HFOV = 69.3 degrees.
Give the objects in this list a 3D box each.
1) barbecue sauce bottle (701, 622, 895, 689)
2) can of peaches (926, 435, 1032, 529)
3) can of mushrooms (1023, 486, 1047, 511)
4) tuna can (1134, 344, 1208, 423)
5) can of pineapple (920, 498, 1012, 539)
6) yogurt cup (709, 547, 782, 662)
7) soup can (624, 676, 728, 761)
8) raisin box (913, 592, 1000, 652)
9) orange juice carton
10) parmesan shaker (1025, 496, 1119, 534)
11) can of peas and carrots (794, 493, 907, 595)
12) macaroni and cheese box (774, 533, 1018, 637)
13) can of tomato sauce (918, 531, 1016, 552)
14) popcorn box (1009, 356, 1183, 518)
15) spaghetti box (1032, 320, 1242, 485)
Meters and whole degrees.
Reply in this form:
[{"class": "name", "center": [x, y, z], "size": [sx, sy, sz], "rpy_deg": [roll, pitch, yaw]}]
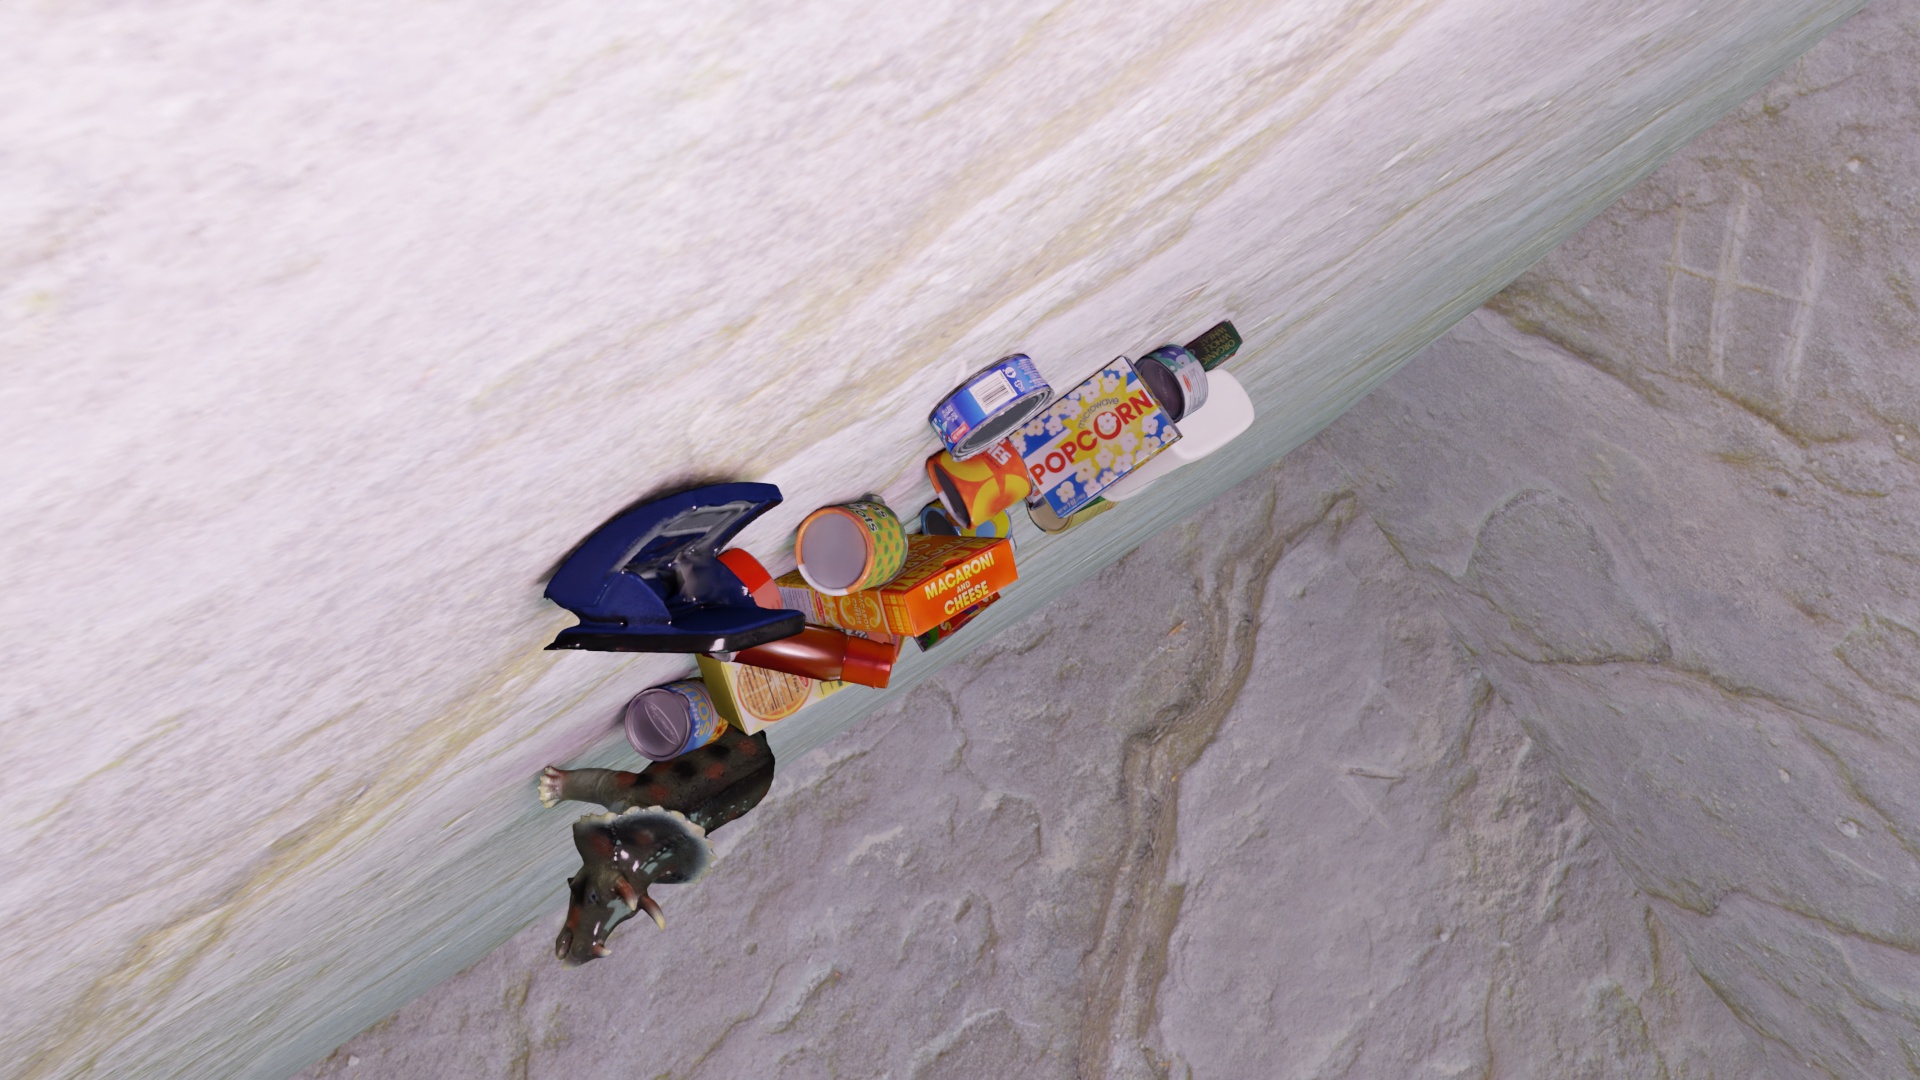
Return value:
[{"class": "barbecue sauce bottle", "center": [-0.127, 0.084, 1.088], "size": [0.149, 0.044, 0.064], "rpy_deg": [12, 168, -4]}, {"class": "can of peaches", "center": [0.014, -0.051, 1.087], "size": [0.058, 0.071, 0.071], "rpy_deg": [-31, 172, -14]}, {"class": "can of mushrooms", "center": [0.092, -0.062, 1.457], "size": [0.071, 0.033, 0.071], "rpy_deg": [-33, 172, -5]}, {"class": "tuna can", "center": [0.187, -0.141, 1.248], "size": [0.033, 0.071, 0.070], "rpy_deg": [-31, 172, -25]}, {"class": "can of pineapple", "center": [0.005, -0.016, 1.272], "size": [0.058, 0.071, 0.070], "rpy_deg": [-29, 171, -27]}, {"class": "yogurt cup", "center": [-0.159, 0.041, 0.952], "size": [0.054, 0.072, 0.072], "rpy_deg": [-39, 175, -26]}, {"class": "soup can", "center": [-0.258, 0.162, 1.282], "size": [0.071, 0.071, 0.084], "rpy_deg": [-36, 173, 14]}, {"class": "raisin box", "center": [-0.020, 0.061, 1.567], "size": [0.040, 0.086, 0.123], "rpy_deg": [-24, 168, -43]}, {"class": "orange juice carton", "center": [-0.126, 0.090, 1.213], "size": [0.193, 0.072, 0.072], "rpy_deg": [-25, -160, -26]}, {"class": "parmesan shaker", "center": [0.128, -0.053, 1.546], "size": [0.103, 0.071, 0.071], "rpy_deg": [-24, 167, -49]}, {"class": "can of peas and carrots", "center": [-0.081, 0.003, 1.033], "size": [0.070, 0.071, 0.059], "rpy_deg": [-37, 171, 23]}, {"class": "macaroni and cheese box", "center": [-0.056, 0.032, 1.134], "size": [0.166, 0.040, 0.124], "rpy_deg": [2, -159, 45]}, {"class": "can of tomato sauce", "center": [0.003, 0.003, 1.380], "size": [0.083, 0.071, 0.071], "rpy_deg": [-32, 172, -11]}, {"class": "popcorn box", "center": [0.114, -0.088, 1.193], "size": [0.126, 0.085, 0.038], "rpy_deg": [-35, 171, 12]}, {"class": "spaghetti box", "center": [0.160, -0.130, 1.333], "size": [0.250, 0.029, 0.050], "rpy_deg": [-33, 173, -3]}]
